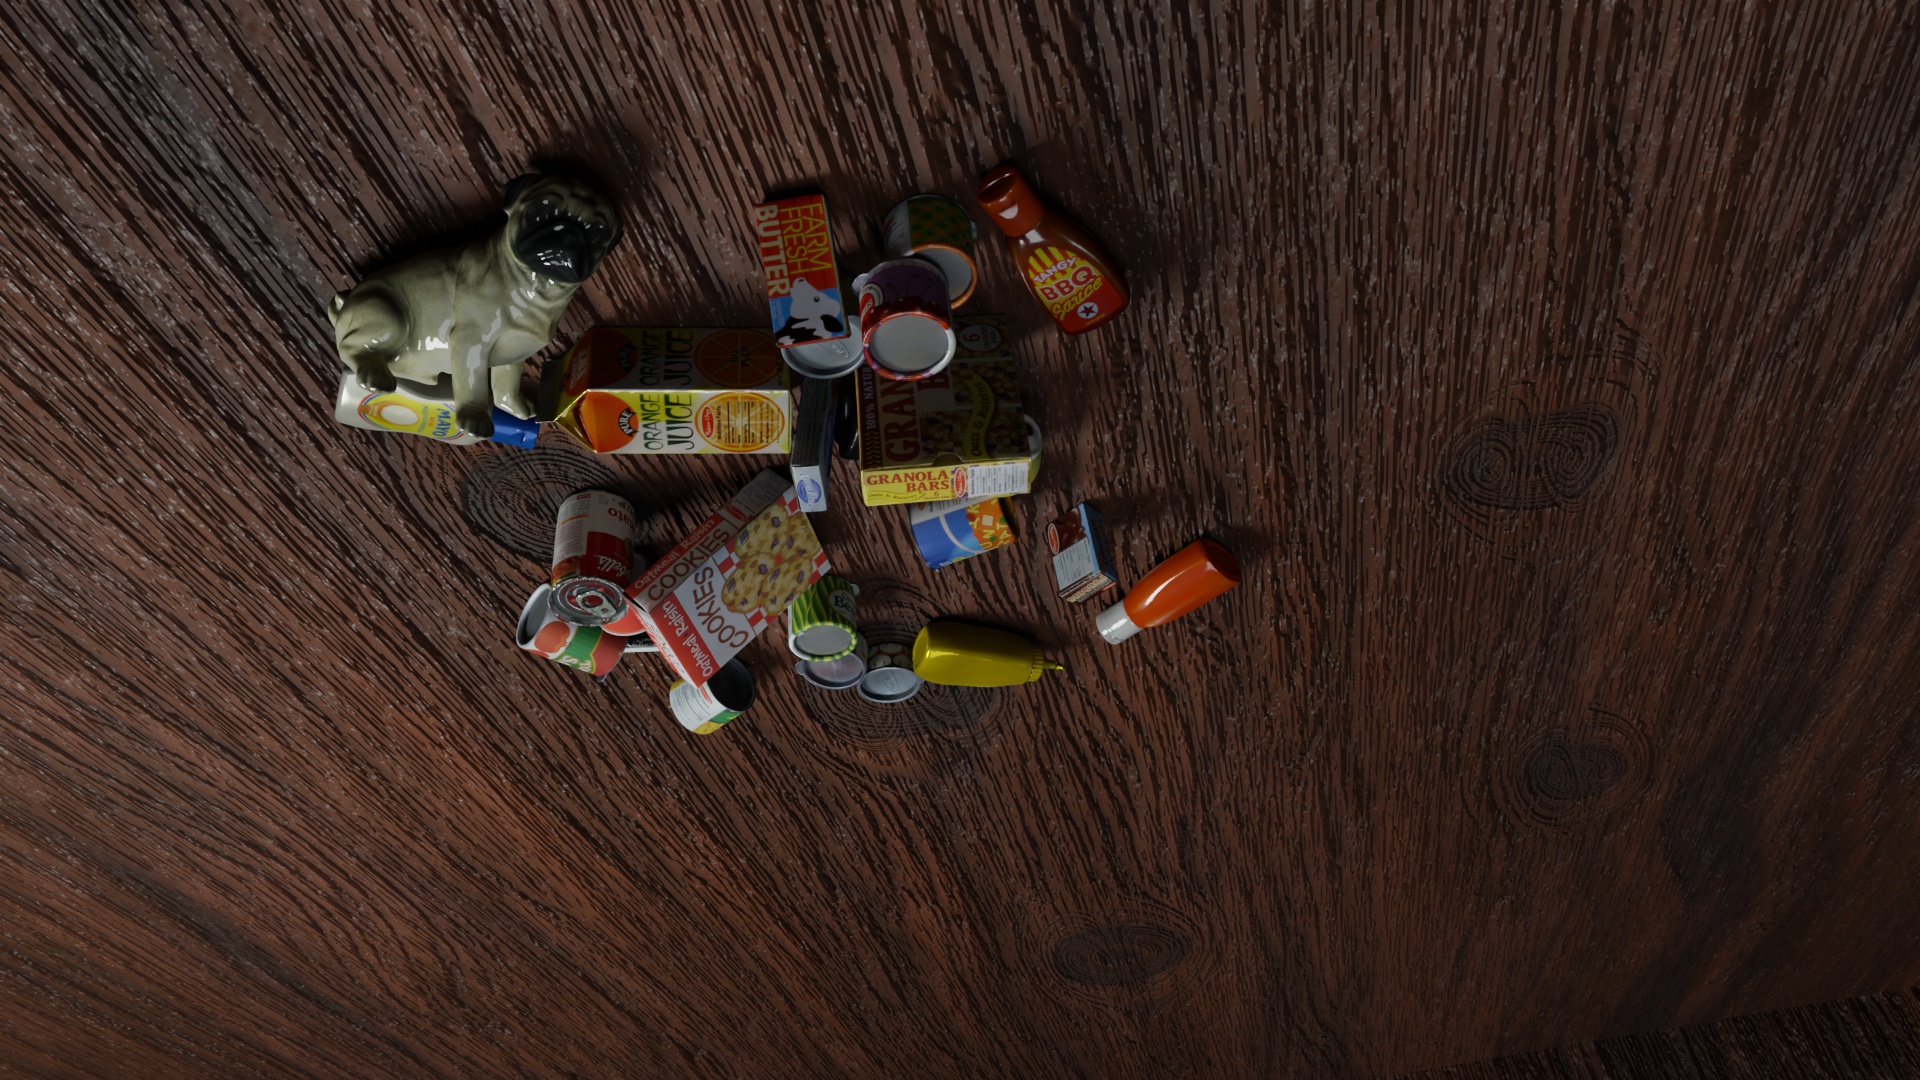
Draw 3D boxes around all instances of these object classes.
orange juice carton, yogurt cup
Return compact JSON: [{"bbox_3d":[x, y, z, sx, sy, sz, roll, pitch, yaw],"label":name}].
[{"bbox_3d":[-0.229,-0.116,1.080,0.193,0.072,0.072,-1,140,-8],"label":"orange juice carton"},{"bbox_3d":[-0.306,0.045,1.272,0.072,0.073,0.053,-7,133,0],"label":"yogurt cup"}]

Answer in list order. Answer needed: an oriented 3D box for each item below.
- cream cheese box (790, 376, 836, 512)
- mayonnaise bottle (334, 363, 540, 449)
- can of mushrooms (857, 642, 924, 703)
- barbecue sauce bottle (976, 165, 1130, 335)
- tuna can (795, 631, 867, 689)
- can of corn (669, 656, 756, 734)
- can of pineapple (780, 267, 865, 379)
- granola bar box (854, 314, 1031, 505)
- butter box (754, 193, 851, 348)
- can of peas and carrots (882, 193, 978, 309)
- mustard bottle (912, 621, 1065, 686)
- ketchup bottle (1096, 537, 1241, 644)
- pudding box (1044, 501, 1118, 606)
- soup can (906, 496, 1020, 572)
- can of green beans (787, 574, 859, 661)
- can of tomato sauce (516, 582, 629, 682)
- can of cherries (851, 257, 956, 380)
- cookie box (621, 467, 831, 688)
[{"bbox_3d":[-0.118,-0.078,1.118,0.024,0.104,0.053,-1,139,3],"label":"cream cheese box"},{"bbox_3d":[-0.407,-0.105,1.089,0.148,0.041,0.064,13,135,-22],"label":"mayonnaise bottle"},{"bbox_3d":[-0.072,0.137,1.442,0.071,0.033,0.070,-4,140,-3],"label":"can of mushrooms"},{"bbox_3d":[0.066,-0.215,1.029,0.064,0.044,0.148,-25,137,23],"label":"barbecue sauce bottle"},{"bbox_3d":[-0.130,0.118,1.402,0.071,0.033,0.070,1,134,1],"label":"tuna can"},{"bbox_3d":[-0.251,0.155,1.412,0.058,0.071,0.071,-33,134,29],"label":"can of corn"},{"bbox_3d":[-0.101,-0.166,1.051,0.071,0.058,0.070,-5,141,-4],"label":"can of pineapple"},{"bbox_3d":[-0.017,-0.103,1.056,0.124,0.166,0.038,-5,138,-3],"label":"granola bar box"},{"bbox_3d":[-0.113,-0.192,0.993,0.053,0.103,0.024,-9,-177,3],"label":"butter box"},{"bbox_3d":[-0.020,-0.208,1.013,0.071,0.059,0.070,-4,141,-3],"label":"can of peas and carrots"},{"bbox_3d":[0.033,0.121,1.426,0.160,0.049,0.065,9,138,-20],"label":"mustard bottle"},{"bbox_3d":[0.202,0.054,1.376,0.148,0.044,0.064,-35,132,30],"label":"ketchup bottle"},{"bbox_3d":[0.111,0.012,1.280,0.049,0.084,0.030,-33,137,27],"label":"pudding box"},{"bbox_3d":[0.004,-0.016,1.241,0.083,0.072,0.071,-19,139,13],"label":"soup can"},{"bbox_3d":[-0.133,0.075,1.338,0.071,0.058,0.071,-5,141,-4],"label":"can of green beans"},{"bbox_3d":[-0.364,0.086,1.305,0.083,0.071,0.071,27,130,-34],"label":"can of tomato sauce"},{"bbox_3d":[-0.040,-0.155,0.978,0.071,0.059,0.071,-4,141,-3],"label":"can of cherries"},{"bbox_3d":[-0.202,0.034,1.218,0.168,0.040,0.122,-43,145,-20],"label":"cookie box"}]
